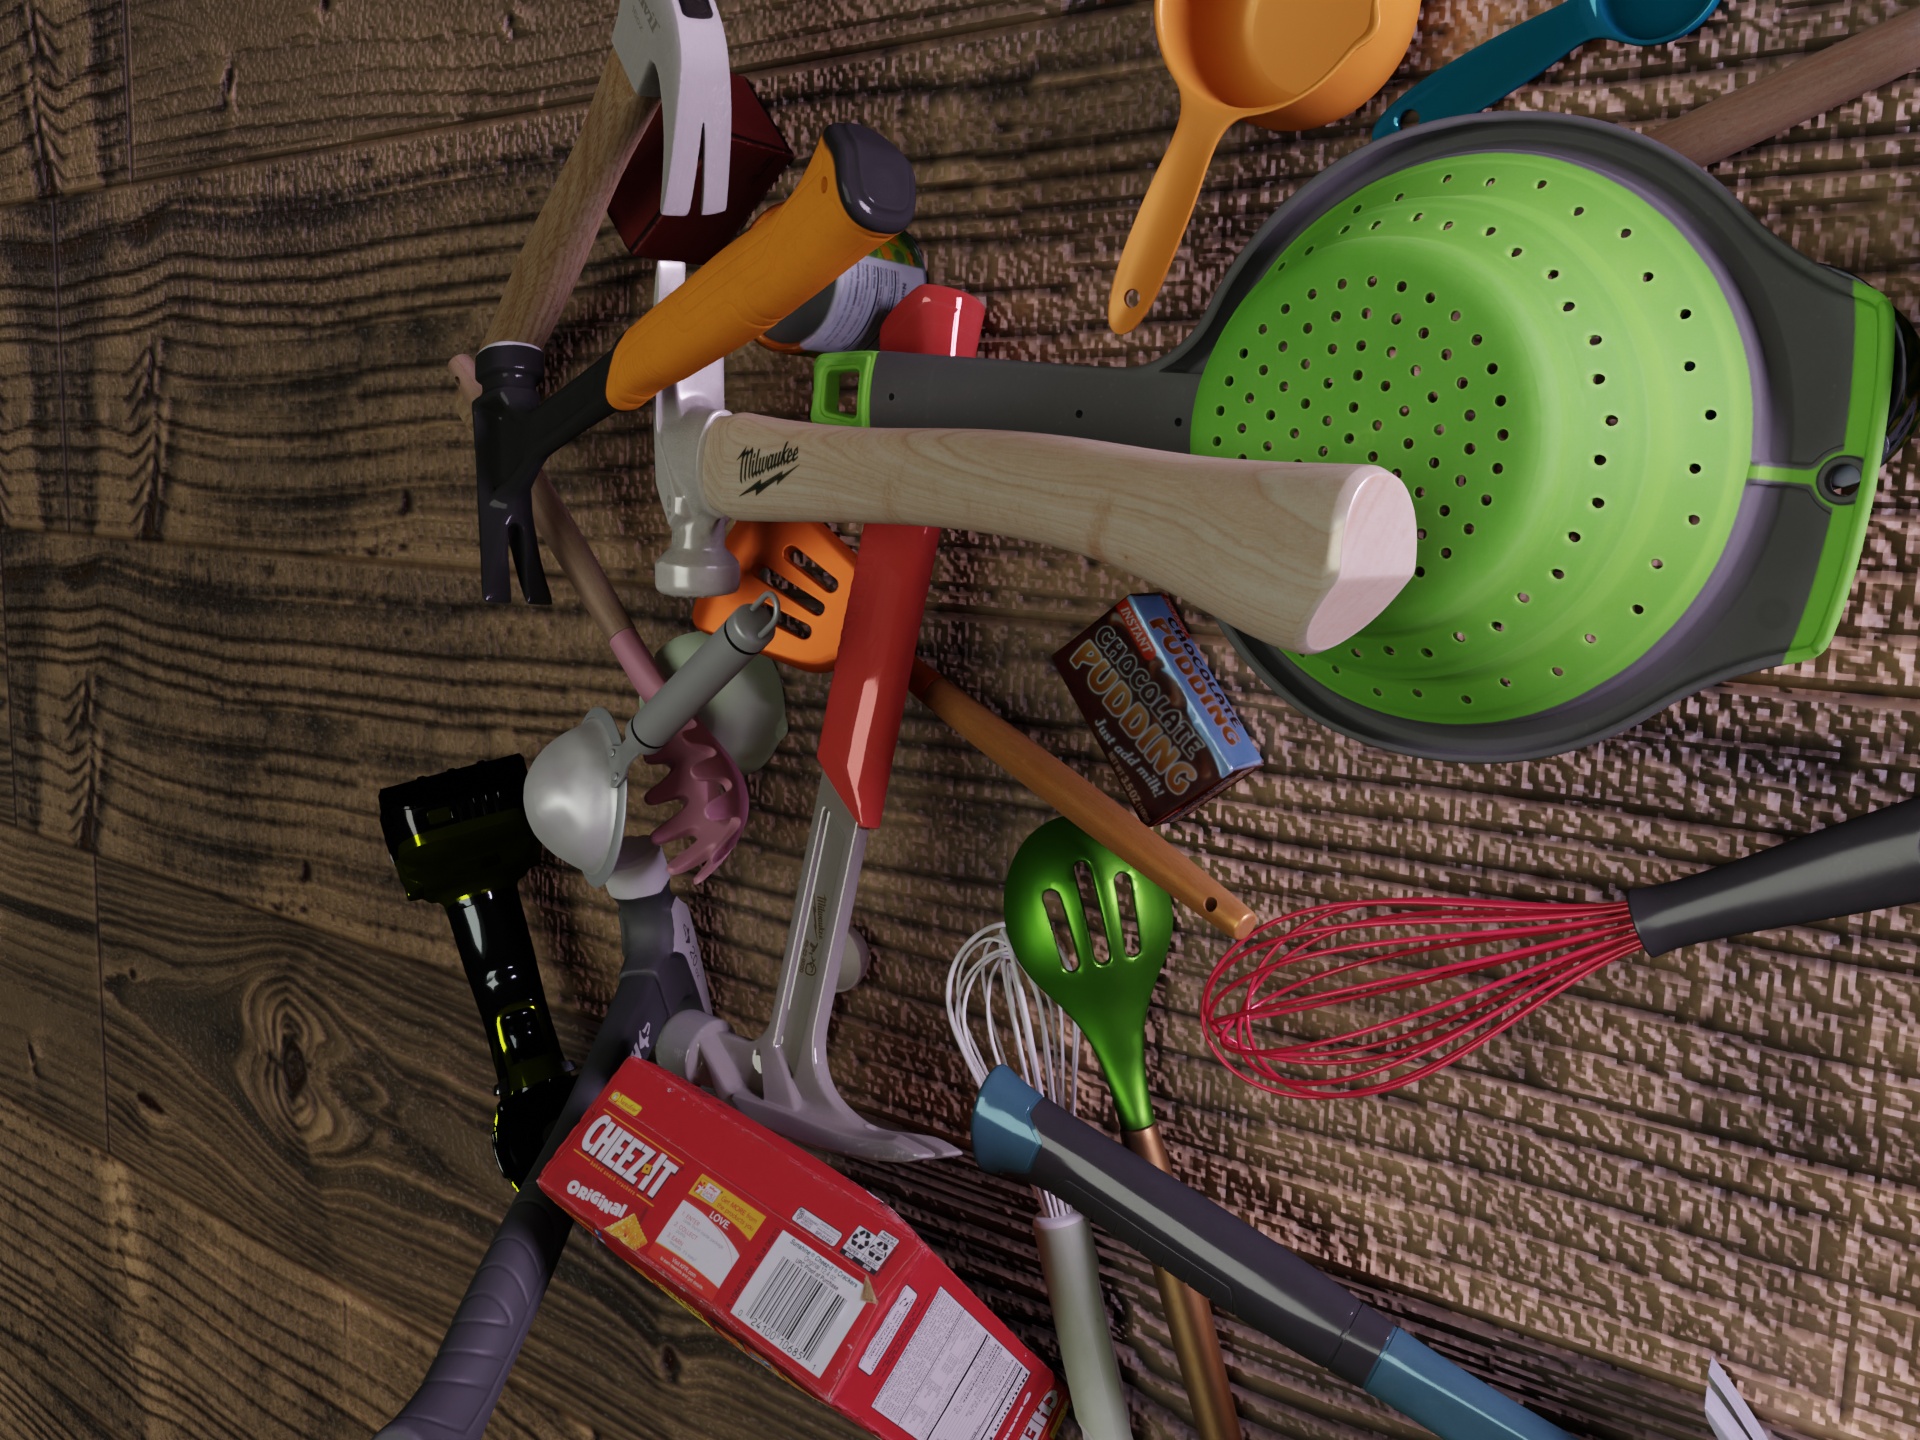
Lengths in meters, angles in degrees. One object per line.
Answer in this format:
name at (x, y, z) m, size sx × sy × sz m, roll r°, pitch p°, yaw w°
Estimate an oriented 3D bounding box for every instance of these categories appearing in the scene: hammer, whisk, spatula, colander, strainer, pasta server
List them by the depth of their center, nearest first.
spatula at (0.278, -0.198, 0.478) m, size 0.316 × 0.018 × 0.060 m, roll -18°, pitch 88°, yaw 36°
colander at (0.073, -0.098, 0.526) m, size 0.397 × 0.094 × 0.204 m, roll 13°, pitch 104°, yaw 37°
whisk at (0.211, 0.074, 0.540) m, size 0.296 × 0.073 × 0.073 m, roll -22°, pitch 82°, yaw 30°
hammer at (-0.012, -0.094, 0.559) m, size 0.411 × 0.038 × 0.146 m, roll 18°, pitch 111°, yaw 53°
hammer at (0.143, 0.231, 0.595) m, size 0.331 × 0.033 × 0.128 m, roll 28°, pitch 110°, yaw 21°
hammer at (-0.124, -0.142, 0.647) m, size 0.337 × 0.034 × 0.127 m, roll -15°, pitch 77°, yaw 52°
hammer at (-0.033, -0.005, 0.669) m, size 0.149 × 0.036 × 0.359 m, roll 10°, pitch 87°, yaw 35°
spatula at (-0.001, -0.002, 0.681) m, size 0.323 × 0.041 × 0.081 m, roll 37°, pitch 100°, yaw 38°
hammer at (-0.171, 0.200, 0.692) m, size 0.035 × 0.335 × 0.146 m, roll -5°, pitch 118°, yaw 11°
whisk at (0.042, 0.208, 0.693) m, size 0.058 × 0.059 × 0.246 m, roll 175°, pitch 82°, yaw -75°
strainer at (-0.144, 0.007, 0.706) m, size 0.258 × 0.050 × 0.087 m, roll -38°, pitch 57°, yaw 45°
hammer at (-0.188, -0.230, 0.759) m, size 0.331 × 0.031 × 0.130 m, roll -38°, pitch 73°, yaw 53°
pasta server at (-0.186, -0.061, 0.783) m, size 0.316 × 0.040 × 0.060 m, roll 57°, pitch 137°, yaw 17°

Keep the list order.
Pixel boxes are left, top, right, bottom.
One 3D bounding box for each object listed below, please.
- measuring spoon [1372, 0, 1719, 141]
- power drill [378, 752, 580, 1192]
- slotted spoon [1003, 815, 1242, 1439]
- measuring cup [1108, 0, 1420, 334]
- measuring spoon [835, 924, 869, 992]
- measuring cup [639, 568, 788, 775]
measuring spoon at (0.198, -0.227, 0.540) m, size 0.128 × 0.021 × 0.042 m, roll -19°, pitch 85°, yaw 46°
power drill at (-0.238, 0.139, 0.840) m, size 0.171 × 0.080 × 0.223 m, roll 138°, pitch 115°, yaw -68°
slotted spoon at (0.082, 0.193, 0.661) m, size 0.070 × 0.031 × 0.314 m, roll -15°, pitch 91°, yaw -3°
measuring cup at (0.104, -0.222, 0.587) m, size 0.095 × 0.052 × 0.173 m, roll 38°, pitch 118°, yaw 28°
measuring spoon at (-0.071, 0.148, 0.790) m, size 0.034 × 0.018 × 0.124 m, roll 40°, pitch 124°, yaw 27°
measuring cup at (-0.118, -0.049, 0.782) m, size 0.083 × 0.038 × 0.167 m, roll 25°, pitch 112°, yaw 32°
